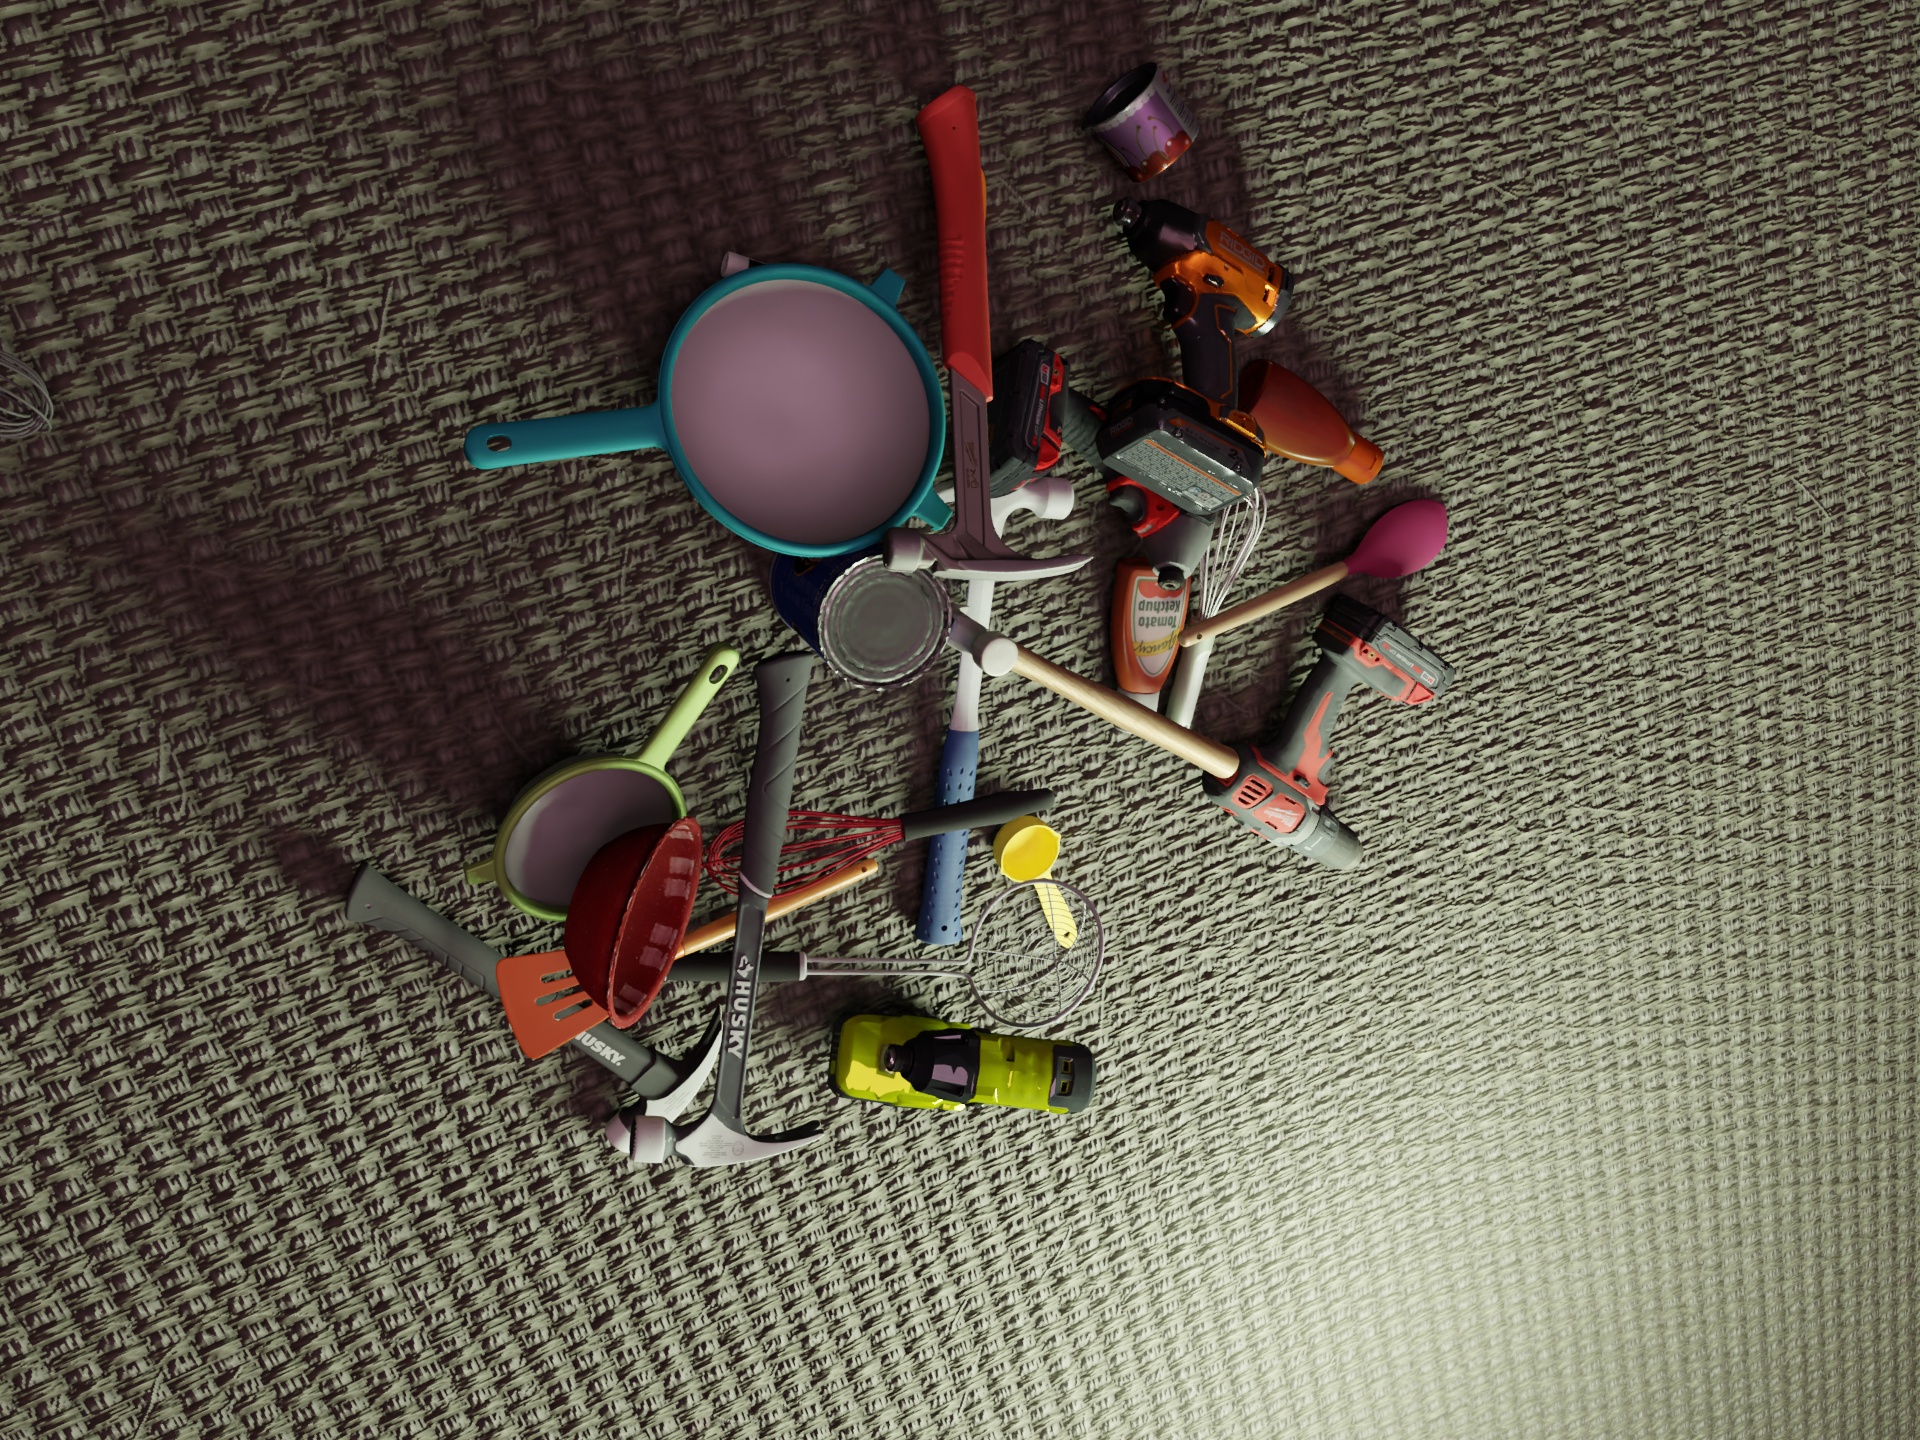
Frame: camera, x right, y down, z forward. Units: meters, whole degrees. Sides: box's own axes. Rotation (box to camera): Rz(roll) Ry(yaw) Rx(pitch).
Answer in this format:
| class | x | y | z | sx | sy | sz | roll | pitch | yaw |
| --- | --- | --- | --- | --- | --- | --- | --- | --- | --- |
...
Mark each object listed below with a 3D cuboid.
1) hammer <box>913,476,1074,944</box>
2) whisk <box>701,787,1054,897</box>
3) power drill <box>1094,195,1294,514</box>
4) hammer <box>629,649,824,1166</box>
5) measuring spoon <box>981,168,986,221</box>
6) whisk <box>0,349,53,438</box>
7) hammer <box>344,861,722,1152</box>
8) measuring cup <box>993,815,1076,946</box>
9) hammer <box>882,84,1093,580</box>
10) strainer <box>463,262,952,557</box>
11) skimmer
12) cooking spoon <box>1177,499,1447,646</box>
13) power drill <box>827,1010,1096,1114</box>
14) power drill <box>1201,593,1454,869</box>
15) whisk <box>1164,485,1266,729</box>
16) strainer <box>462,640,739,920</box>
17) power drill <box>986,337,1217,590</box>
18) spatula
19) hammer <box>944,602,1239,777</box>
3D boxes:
| class | x | y | z | sx | sy | sz | roll | pitch | yaw |
| --- | --- | --- | --- | --- | --- | --- | --- | --- | --- |
| hammer | -0.002 | -0.004 | 1.323 | 0.144 | 0.035 | 0.405 | 0 | 108 | -22 |
| whisk | -0.066 | 0.091 | 1.291 | 0.296 | 0.073 | 0.073 | -11 | 112 | -9 |
| power drill | 0.171 | -0.291 | 1.224 | 0.164 | 0.084 | 0.227 | 24 | 64 | -27 |
| hammer | -0.156 | 0.147 | 1.229 | 0.149 | 0.036 | 0.409 | 7 | 96 | -16 |
| measuring spoon | 0.010 | -0.363 | 1.215 | 0.021 | 0.011 | 0.117 | -4 | 110 | -21 |
| whisk | -0.675 | -0.239 | 0.966 | 0.238 | 0.055 | 0.055 | 26 | 97 | -24 |
| hammer | -0.338 | 0.213 | 1.256 | 0.146 | 0.035 | 0.334 | -44 | 116 | 10 |
| measuring cup | 0.071 | 0.145 | 1.417 | 0.062 | 0.029 | 0.156 | -31 | 128 | -9 |
| hammer | 0.013 | -0.279 | 1.145 | 0.149 | 0.037 | 0.359 | 0 | 83 | -15 |
| strainer | -0.182 | -0.204 | 1.133 | 0.340 | 0.095 | 0.211 | -11 | 89 | -22 |
| skimmer | -0.067 | 0.191 | 1.305 | 0.363 | 0.090 | 0.127 | 1 | 63 | -9 |
| cooking spoon | 0.316 | -0.124 | 1.390 | 0.319 | 0.017 | 0.068 | -23 | 118 | -25 |
| power drill | -0.016 | 0.281 | 1.305 | 0.171 | 0.223 | 0.080 | 12 | 76 | -25 |
| power drill | 0.347 | 0.021 | 1.451 | 0.187 | 0.080 | 0.226 | 32 | 97 | -28 |
| whisk | 0.214 | -0.093 | 1.374 | 0.057 | 0.059 | 0.246 | -10 | 119 | -48 |
| strainer | -0.258 | 0.033 | 1.202 | 0.256 | 0.069 | 0.151 | -53 | 138 | 8 |
| power drill | 0.111 | -0.196 | 1.253 | 0.219 | 0.078 | 0.143 | 20 | 68 | -28 |
| spatula | -0.207 | 0.172 | 1.275 | 0.322 | 0.041 | 0.081 | -21 | 93 | -31 |
| hammer | 0.107 | -0.019 | 1.286 | 0.331 | 0.130 | 0.031 | 25 | 98 | -36 |
